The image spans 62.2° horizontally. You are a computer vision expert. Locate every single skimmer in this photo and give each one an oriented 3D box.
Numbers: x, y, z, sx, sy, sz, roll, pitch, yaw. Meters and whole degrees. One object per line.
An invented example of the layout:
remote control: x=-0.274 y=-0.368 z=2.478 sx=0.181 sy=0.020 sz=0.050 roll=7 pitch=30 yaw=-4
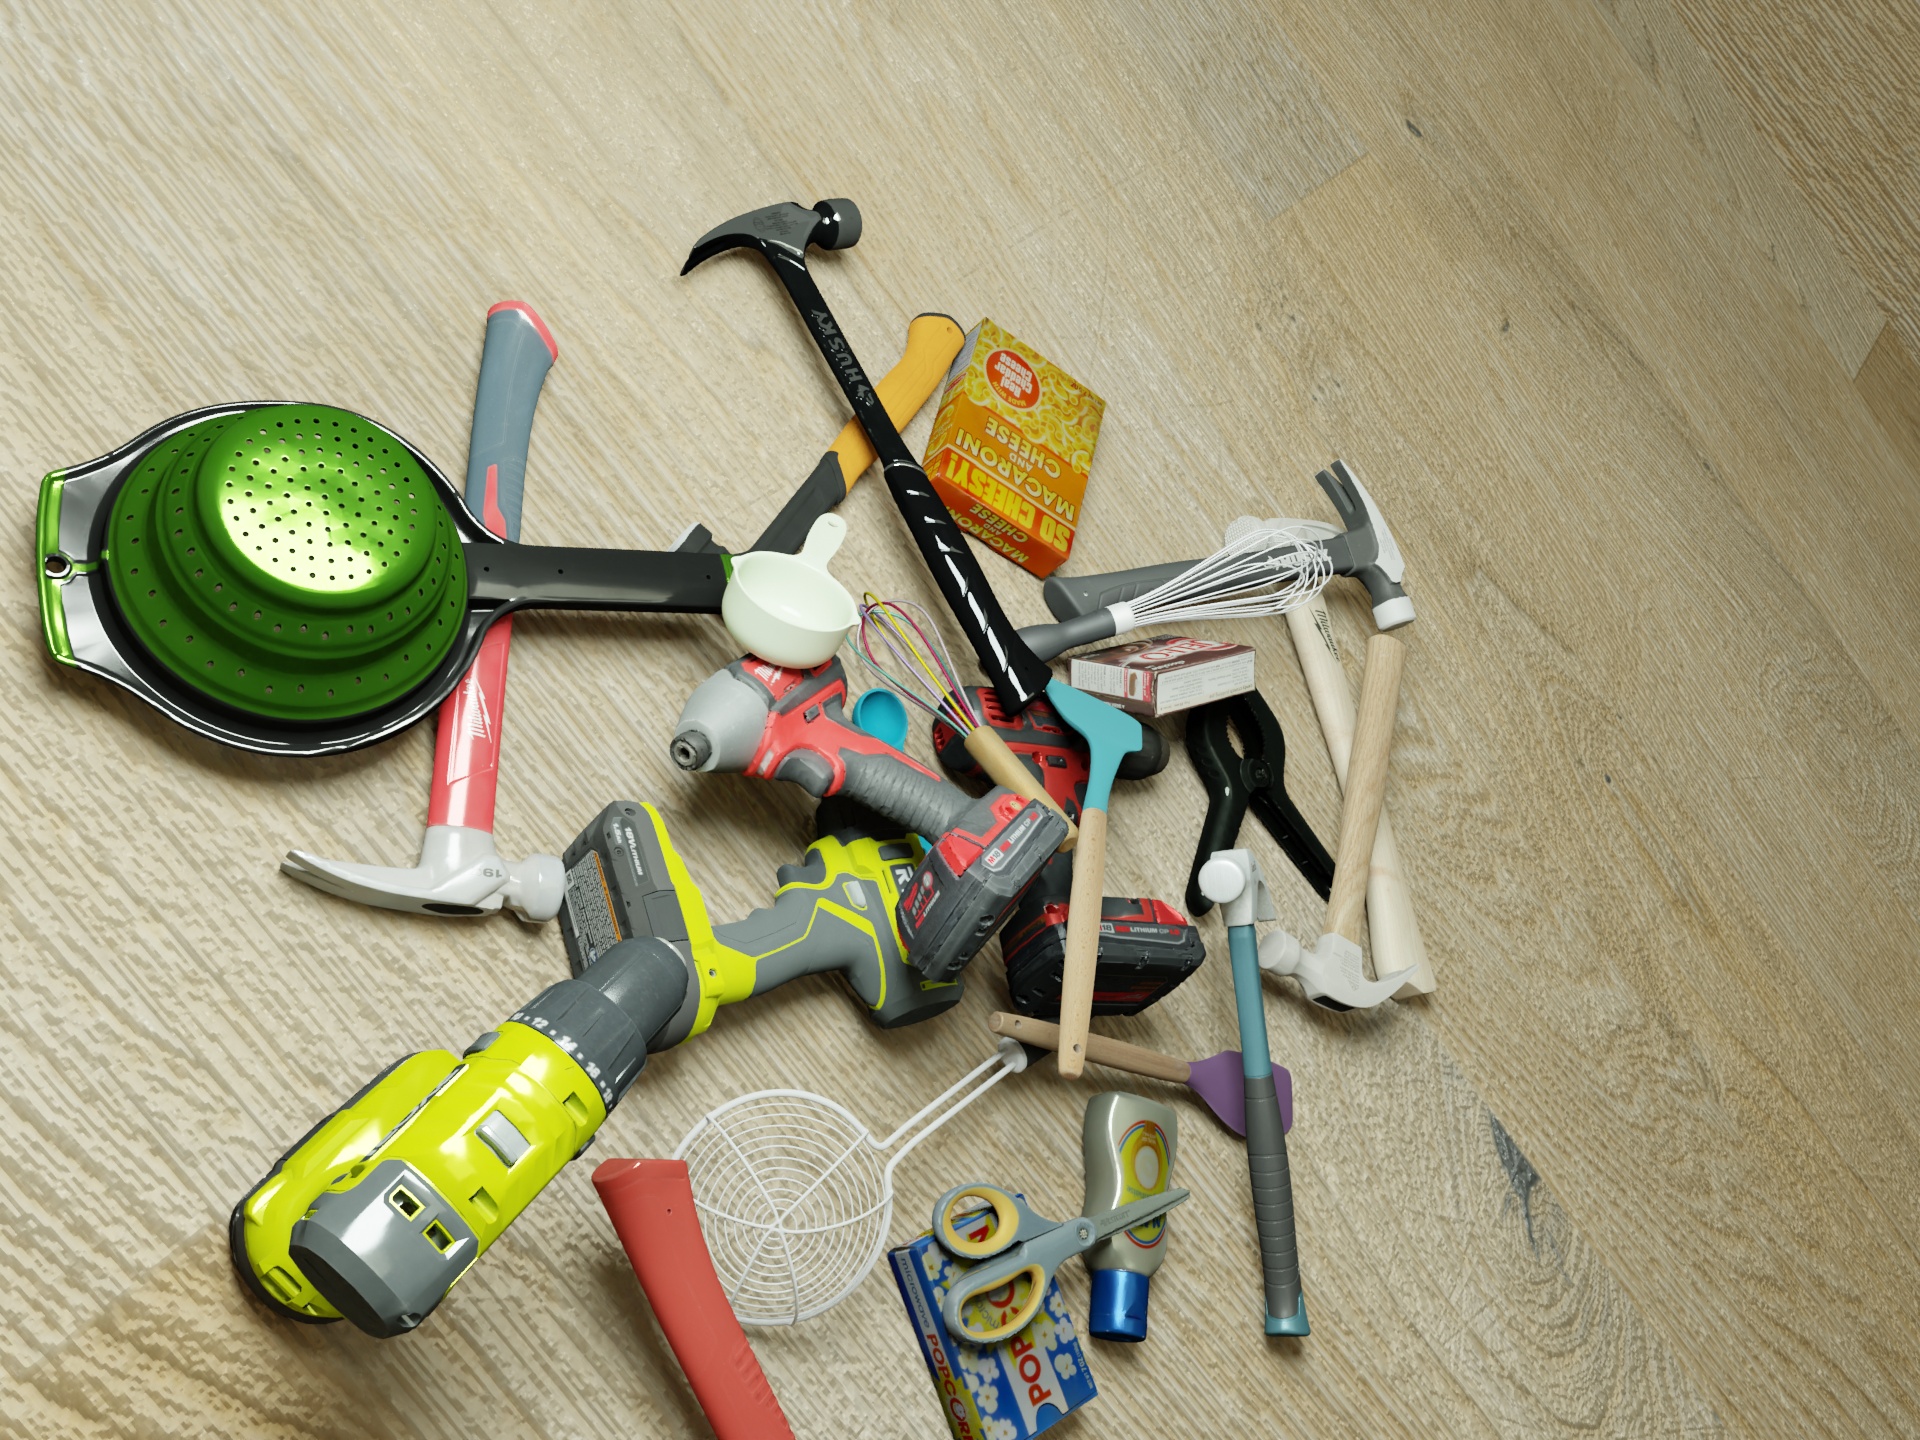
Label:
skimmer: x=-0.024 y=0.233 z=0.970 sx=0.363 sy=0.090 sz=0.127 roll=-24 pitch=91 yaw=-51

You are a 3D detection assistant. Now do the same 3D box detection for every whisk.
whisk: x=-0.002 y=-0.004 z=1.017 sx=0.051 sy=0.047 sz=0.245 roll=-13 pitch=47 yaw=-34
whisk: x=0.145 y=-0.084 z=1.169 sx=0.284 sy=0.070 sz=0.070 roll=-18 pitch=80 yaw=-14

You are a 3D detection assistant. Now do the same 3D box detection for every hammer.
hammer: x=0.212 y=-0.122 z=1.261 sx=0.334 sy=0.035 sz=0.146 roll=-11 pitch=78 yaw=-28
hammer: x=0.327 y=0.024 z=1.317 sx=0.146 sy=0.038 sz=0.411 roll=0 pitch=70 yaw=-38
hammer: x=-0.050 y=-0.184 z=1.084 sx=0.149 sy=0.036 sz=0.409 roll=-20 pitch=75 yaw=-36
hammer: x=-0.289 y=-0.080 z=0.912 sx=0.143 sy=0.038 sz=0.387 roll=12 pitch=63 yaw=-30
hammer: x=0.315 y=0.073 z=1.241 sx=0.130 sy=0.031 sz=0.331 roll=30 pitch=57 yaw=-20
hammer: x=-0.072 y=-0.179 z=1.117 sx=0.127 sy=0.034 sz=0.337 roll=41 pitch=51 yaw=-13
hammer: x=0.200 y=0.250 z=1.065 sx=0.128 sy=0.033 sz=0.331 roll=-3 pitch=87 yaw=-73
hammer: x=-0.102 y=0.385 z=0.804 sx=0.149 sy=0.037 sz=0.359 roll=-30 pitch=99 yaw=-40

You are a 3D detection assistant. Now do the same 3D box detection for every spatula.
spatula: x=0.132 y=0.232 z=1.058 sx=0.315 sy=0.018 sz=0.060 roll=24 pitch=59 yaw=-39
spatula: x=0.077 y=0.085 z=0.985 sx=0.082 sy=0.044 sz=0.318 roll=25 pitch=46 yaw=-15

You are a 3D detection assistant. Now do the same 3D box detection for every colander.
colander: x=-0.263 y=-0.093 z=0.850 sx=0.397 sy=0.094 sz=0.205 roll=-1 pitch=70 yaw=-33

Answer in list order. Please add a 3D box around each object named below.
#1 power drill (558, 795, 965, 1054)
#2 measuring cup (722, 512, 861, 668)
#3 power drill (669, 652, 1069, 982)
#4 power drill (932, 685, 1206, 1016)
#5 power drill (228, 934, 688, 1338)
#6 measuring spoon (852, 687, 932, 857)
power drill: x=-0.114 y=0.105 z=0.933 sx=0.223 sy=0.080 sz=0.171 roll=-3 pitch=64 yaw=-41
measuring cup: x=-0.097 y=-0.083 z=0.969 sx=0.083 sy=0.038 sz=0.168 roll=26 pitch=28 yaw=-6
power drill: x=-0.059 y=0.042 z=0.915 sx=0.220 sy=0.078 sz=0.143 roll=37 pitch=31 yaw=9
power drill: x=0.087 y=0.080 z=1.072 sx=0.187 sy=0.080 sz=0.227 roll=8 pitch=51 yaw=-34
power drill: x=-0.225 y=0.186 z=0.712 sx=0.080 sy=0.228 sz=0.190 roll=49 pitch=50 yaw=-8
measuring spoon: x=-0.044 y=0.042 z=1.054 sx=0.042 sy=0.021 sz=0.128 roll=-16 pitch=89 yaw=-44
